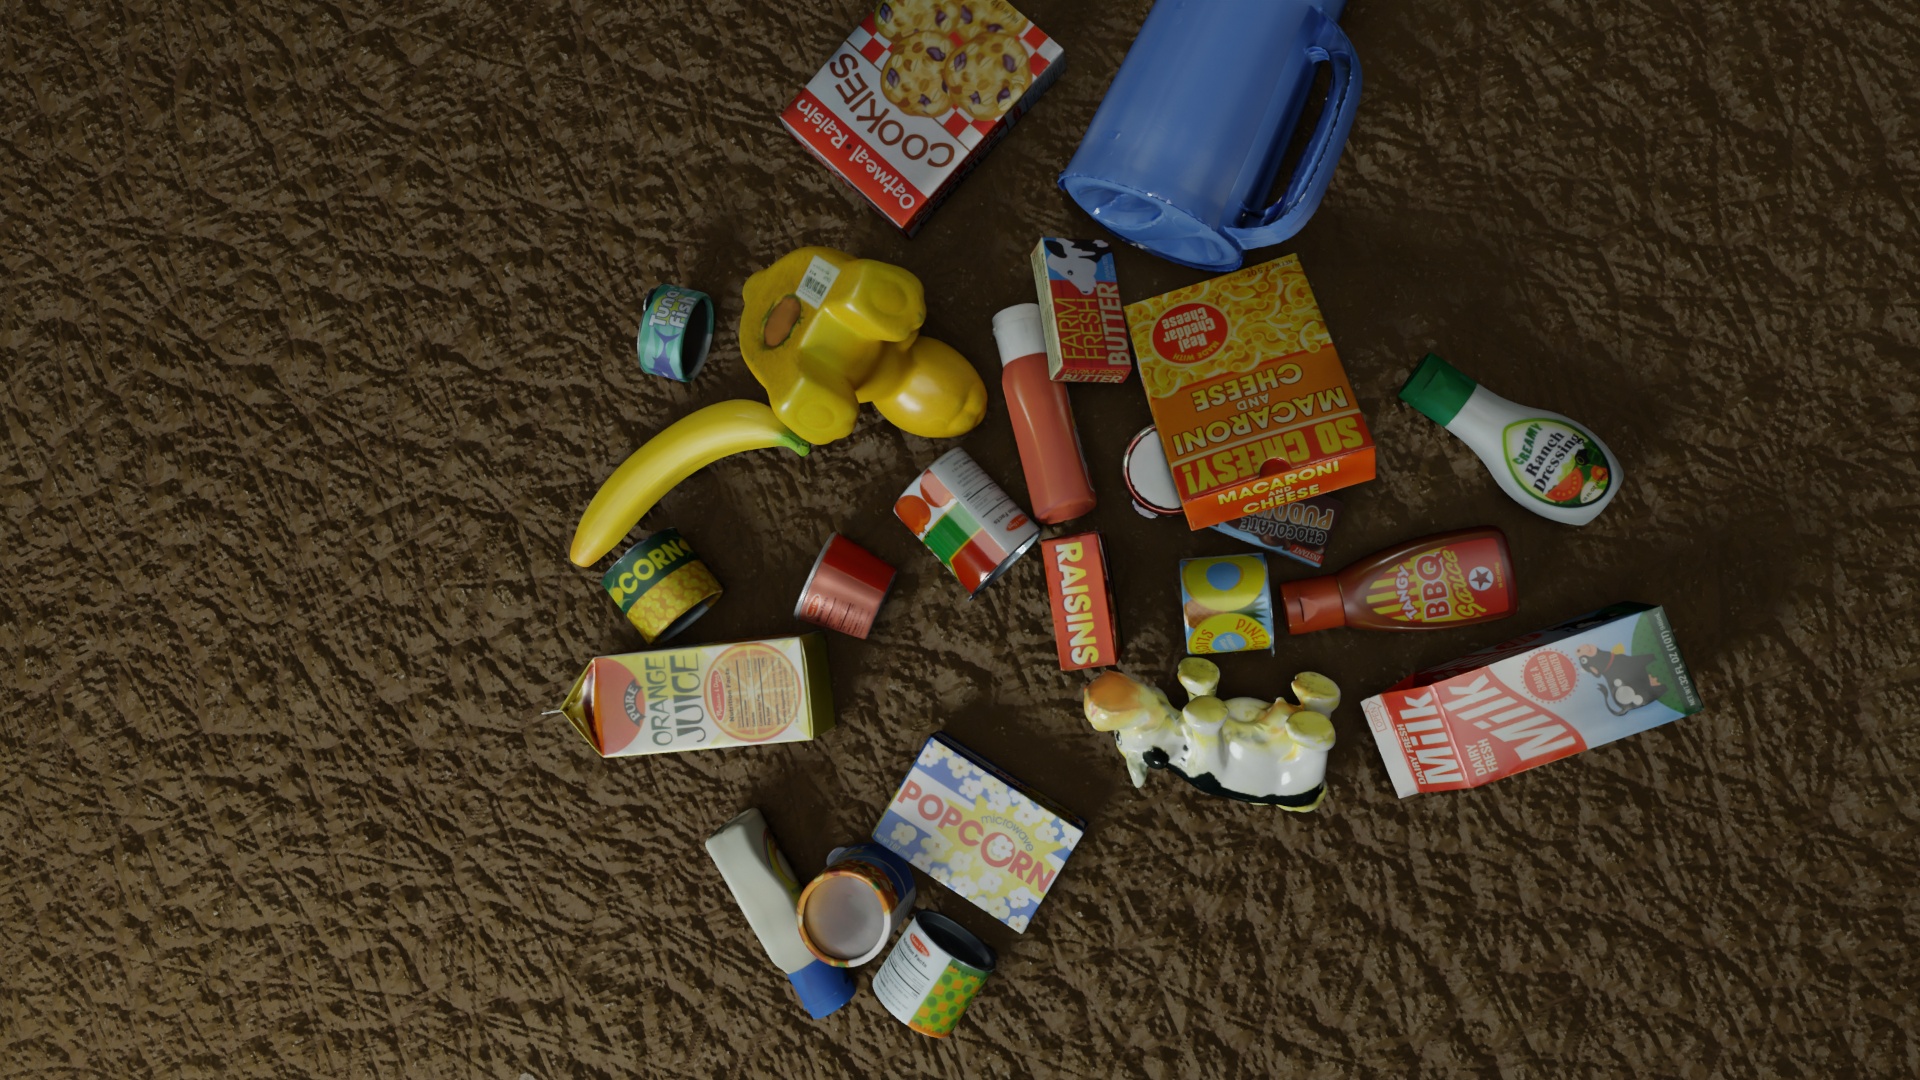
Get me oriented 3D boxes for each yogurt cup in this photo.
[{"bbox_3d":[-0.079,0.034,0.975,0.054,0.072,0.072,25,93,0],"label":"yogurt cup"}]

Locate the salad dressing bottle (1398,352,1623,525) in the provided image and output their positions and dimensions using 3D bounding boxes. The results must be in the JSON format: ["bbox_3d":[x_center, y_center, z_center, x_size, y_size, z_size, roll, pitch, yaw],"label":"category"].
[{"bbox_3d":[0.363,-0.069,0.922,0.148,0.044,0.064,35,94,7],"label":"salad dressing bottle"}]

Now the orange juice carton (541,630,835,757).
[{"bbox_3d":[-0.192,0.110,0.985,0.193,0.072,0.073,-6,89,8],"label":"orange juice carton"}]

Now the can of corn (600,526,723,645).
[{"bbox_3d":[-0.212,0.033,0.989,0.071,0.071,0.058,-40,85,6],"label":"can of corn"}]

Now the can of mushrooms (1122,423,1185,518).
[{"bbox_3d":[0.144,-0.047,0.959,0.071,0.033,0.071,0,89,7],"label":"can of mushrooms"}]

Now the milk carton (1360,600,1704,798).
[{"bbox_3d":[0.365,0.105,0.904,0.190,0.073,0.072,-21,87,8],"label":"milk carton"}]

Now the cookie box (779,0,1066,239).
[{"bbox_3d":[-0.027,-0.317,0.985,0.123,0.040,0.167,43,94,7],"label":"cookie box"}]

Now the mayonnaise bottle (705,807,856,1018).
[{"bbox_3d":[-0.125,0.263,0.980,0.041,0.065,0.148,-31,89,3],"label":"mayonnaise bottle"}]

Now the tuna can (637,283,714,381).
[{"bbox_3d":[-0.203,-0.150,0.991,0.033,0.071,0.071,13,91,7],"label":"tuna can"}]

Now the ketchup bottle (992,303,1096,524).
[{"bbox_3d":[0.055,-0.089,0.960,0.043,0.064,0.149,-13,79,-3],"label":"ketchup bottle"}]

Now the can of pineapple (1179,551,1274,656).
[{"bbox_3d":[0.179,0.044,0.934,0.058,0.071,0.071,-5,89,9],"label":"can of pineapple"}]

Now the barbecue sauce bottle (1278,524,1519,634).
[{"bbox_3d":[0.291,0.033,0.931,0.148,0.044,0.065,-11,94,8],"label":"barbecue sauce bottle"}]

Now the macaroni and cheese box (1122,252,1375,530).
[{"bbox_3d":[0.186,-0.100,0.912,0.124,0.040,0.167,-17,57,8],"label":"macaroni and cheese box"}]

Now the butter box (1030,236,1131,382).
[{"bbox_3d":[0.082,-0.157,0.950,0.053,0.024,0.104,-1,68,-16],"label":"butter box"}]

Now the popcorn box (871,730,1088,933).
[{"bbox_3d":[0.013,0.202,0.970,0.127,0.038,0.085,31,93,7],"label":"popcorn box"}]

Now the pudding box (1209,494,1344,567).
[{"bbox_3d":[0.210,-0.019,0.935,0.084,0.030,0.049,21,93,-17],"label":"pudding box"}]

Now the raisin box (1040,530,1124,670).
[{"bbox_3d":[0.083,0.039,0.920,0.040,0.123,0.086,-8,88,9],"label":"raisin box"}]

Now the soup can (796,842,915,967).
[{"bbox_3d":[-0.074,0.249,0.960,0.071,0.084,0.071,0,89,9],"label":"soup can"}]

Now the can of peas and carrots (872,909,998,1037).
[{"bbox_3d":[-0.017,0.300,0.961,0.071,0.071,0.058,33,95,7],"label":"can of peas and carrots"}]

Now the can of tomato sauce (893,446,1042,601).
[{"bbox_3d":[0.003,-0.012,0.962,0.071,0.071,0.083,-44,83,6],"label":"can of tomato sauce"}]
